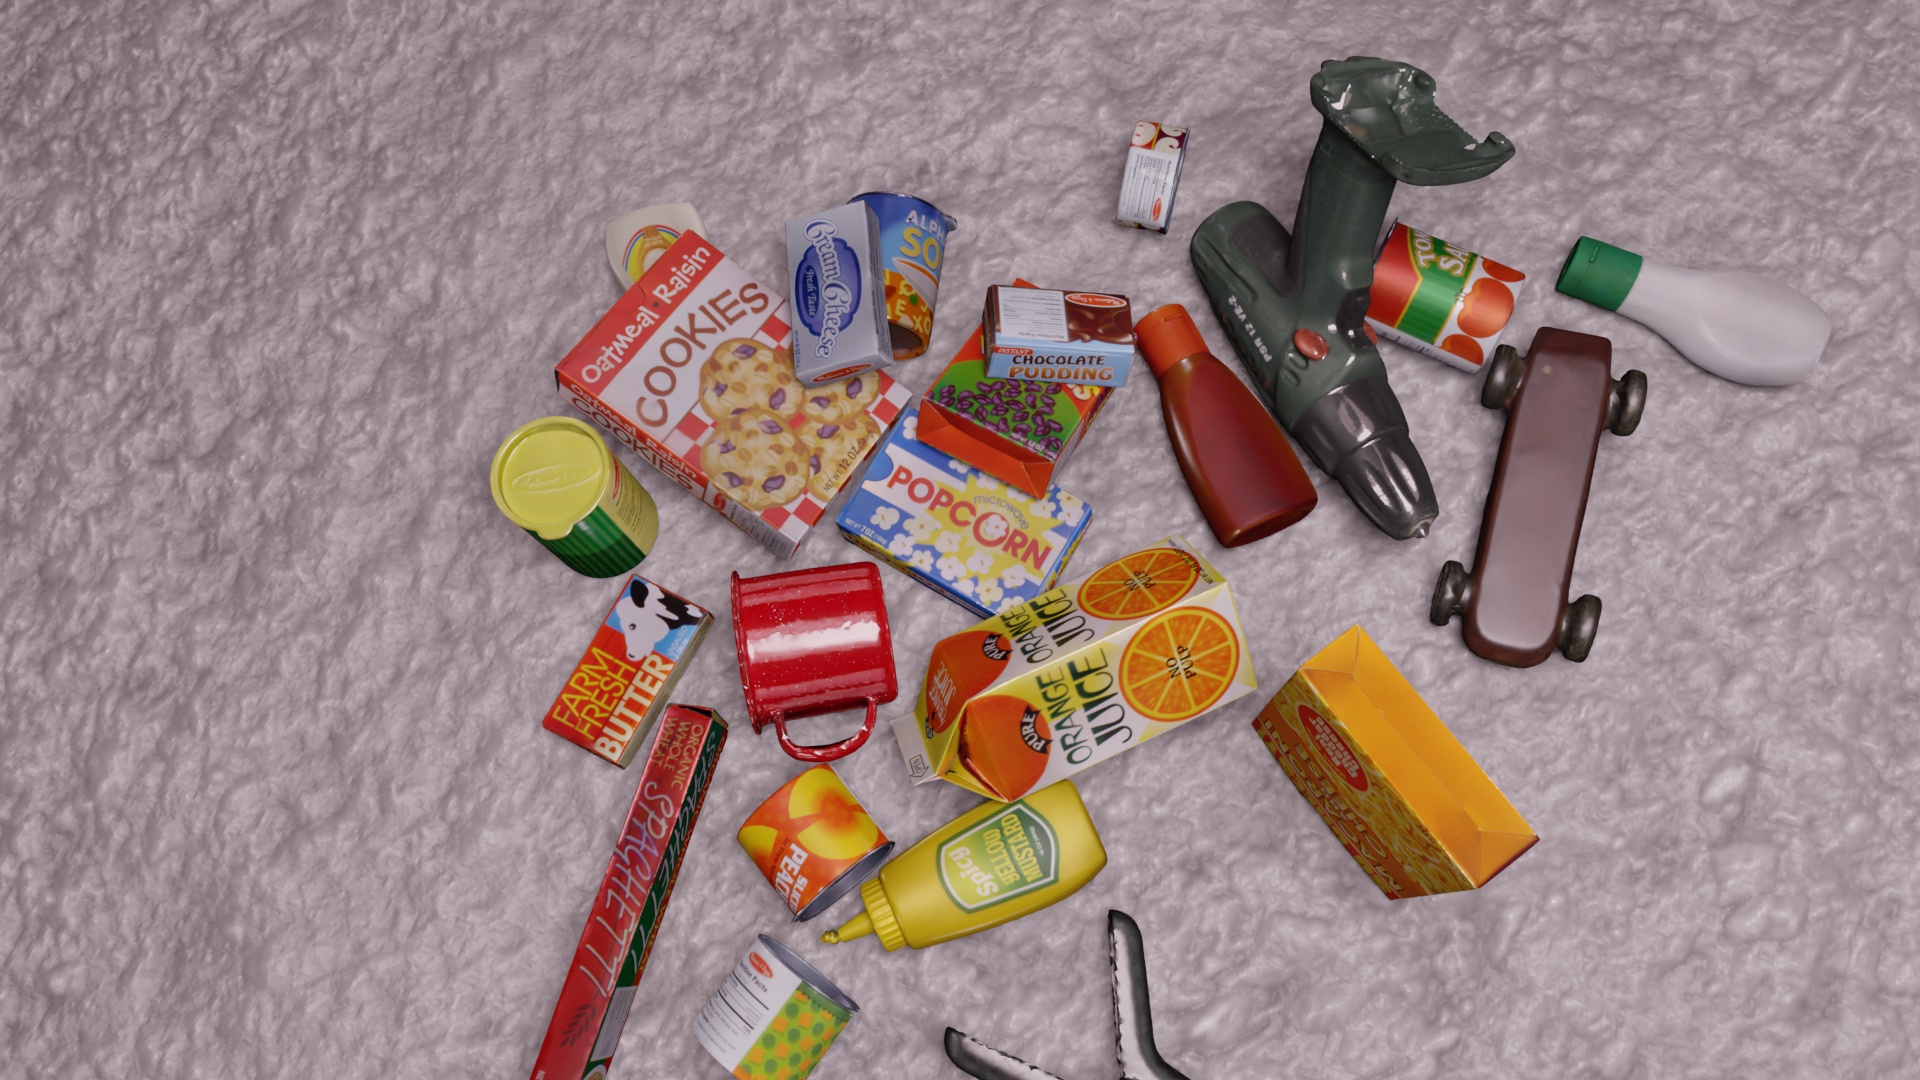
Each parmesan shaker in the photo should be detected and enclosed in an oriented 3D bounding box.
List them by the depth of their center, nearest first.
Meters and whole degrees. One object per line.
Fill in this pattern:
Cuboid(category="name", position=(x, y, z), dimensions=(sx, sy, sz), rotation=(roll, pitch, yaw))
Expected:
Cuboid(category="parmesan shaker", position=(-0.219, -0.019, 0.798), dimensions=(0.071, 0.102, 0.071), rotation=(-1, 73, 3))

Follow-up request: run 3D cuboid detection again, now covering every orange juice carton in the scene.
Cuboid(category="orange juice carton", position=(0.055, 0.076, 0.757), dimensions=(0.193, 0.072, 0.072), rotation=(-24, 116, -5))

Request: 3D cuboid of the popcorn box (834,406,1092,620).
Cuboid(category="popcorn box", position=(0.003, -0.010, 0.819), dimensions=(0.127, 0.038, 0.085), rotation=(29, 77, 11))

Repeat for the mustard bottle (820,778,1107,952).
Cuboid(category="mustard bottle", position=(-0.001, 0.185, 0.752), dimensions=(0.160, 0.048, 0.065), rotation=(-25, 72, -5))

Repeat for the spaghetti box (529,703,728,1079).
Cuboid(category="spaghetti box", position=(-0.183, 0.210, 0.753), dimensions=(0.029, 0.050, 0.251), rotation=(16, 74, 6))

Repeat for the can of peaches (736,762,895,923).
Cuboid(category="can of peaches", position=(-0.080, 0.164, 0.752), dimensions=(0.071, 0.071, 0.058), rotation=(-38, 74, -9))

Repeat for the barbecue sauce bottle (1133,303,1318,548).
Cuboid(category="barbecue sauce bottle", position=(0.151, -0.072, 0.827), dimensions=(0.065, 0.043, 0.149), rotation=(-20, 72, -17))

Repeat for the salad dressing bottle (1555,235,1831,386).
Cuboid(category="salad dressing bottle", position=(0.438, -0.141, 0.836), dimensions=(0.148, 0.044, 0.064), rotation=(24, 78, 11))

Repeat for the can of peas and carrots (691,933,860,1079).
Cuboid(category="can of peas and carrots", position=(-0.096, 0.252, 0.729), dimensions=(0.071, 0.070, 0.059), rotation=(36, 78, 12))

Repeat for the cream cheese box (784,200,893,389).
Cuboid(category="cream cheese box", position=(-0.071, -0.143, 0.805), dimensions=(0.053, 0.024, 0.104), rotation=(-13, 68, 15))

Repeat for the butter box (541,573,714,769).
Cuboid(category="butter box", position=(-0.193, 0.076, 0.808), dimensions=(0.053, 0.024, 0.104), rotation=(27, 76, 10))

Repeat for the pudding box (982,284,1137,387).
Cuboid(category="pudding box", position=(0.056, -0.117, 0.797), dimensions=(0.084, 0.030, 0.050), rotation=(3, 53, -8))

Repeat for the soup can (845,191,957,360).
Cuboid(category="soup can", position=(-0.043, -0.161, 0.853), dimensions=(0.071, 0.071, 0.084), rotation=(7, 74, 5))

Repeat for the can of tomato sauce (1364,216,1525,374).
Cuboid(category="can of tomato sauce", position=(0.285, -0.147, 0.831), dimensions=(0.083, 0.071, 0.071), rotation=(25, 76, 9))

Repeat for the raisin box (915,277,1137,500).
Cuboid(category="raisin box", position=(0.040, -0.092, 0.820), dimensions=(0.086, 0.039, 0.124), rotation=(27, 53, 11))

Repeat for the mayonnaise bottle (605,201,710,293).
Cuboid(category="mayonnaise bottle", position=(-0.177, -0.137, 0.865), dimensions=(0.065, 0.041, 0.148), rotation=(-15, 73, -5))

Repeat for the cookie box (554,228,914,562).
Cuboid(category="cookie box", position=(-0.131, -0.087, 0.815), dimensions=(0.167, 0.040, 0.123), rotation=(36, 65, -3))

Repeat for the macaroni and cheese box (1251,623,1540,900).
Cuboid(category="macaroni and cheese box", position=(0.209, 0.118, 0.702), dimensions=(0.040, 0.166, 0.124), rotation=(-35, 74, -7))

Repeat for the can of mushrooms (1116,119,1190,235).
Cuboid(category="can of mushrooms", position=(0.120, -0.227, 0.868), dimensions=(0.033, 0.071, 0.071), rotation=(13, 74, 8))
